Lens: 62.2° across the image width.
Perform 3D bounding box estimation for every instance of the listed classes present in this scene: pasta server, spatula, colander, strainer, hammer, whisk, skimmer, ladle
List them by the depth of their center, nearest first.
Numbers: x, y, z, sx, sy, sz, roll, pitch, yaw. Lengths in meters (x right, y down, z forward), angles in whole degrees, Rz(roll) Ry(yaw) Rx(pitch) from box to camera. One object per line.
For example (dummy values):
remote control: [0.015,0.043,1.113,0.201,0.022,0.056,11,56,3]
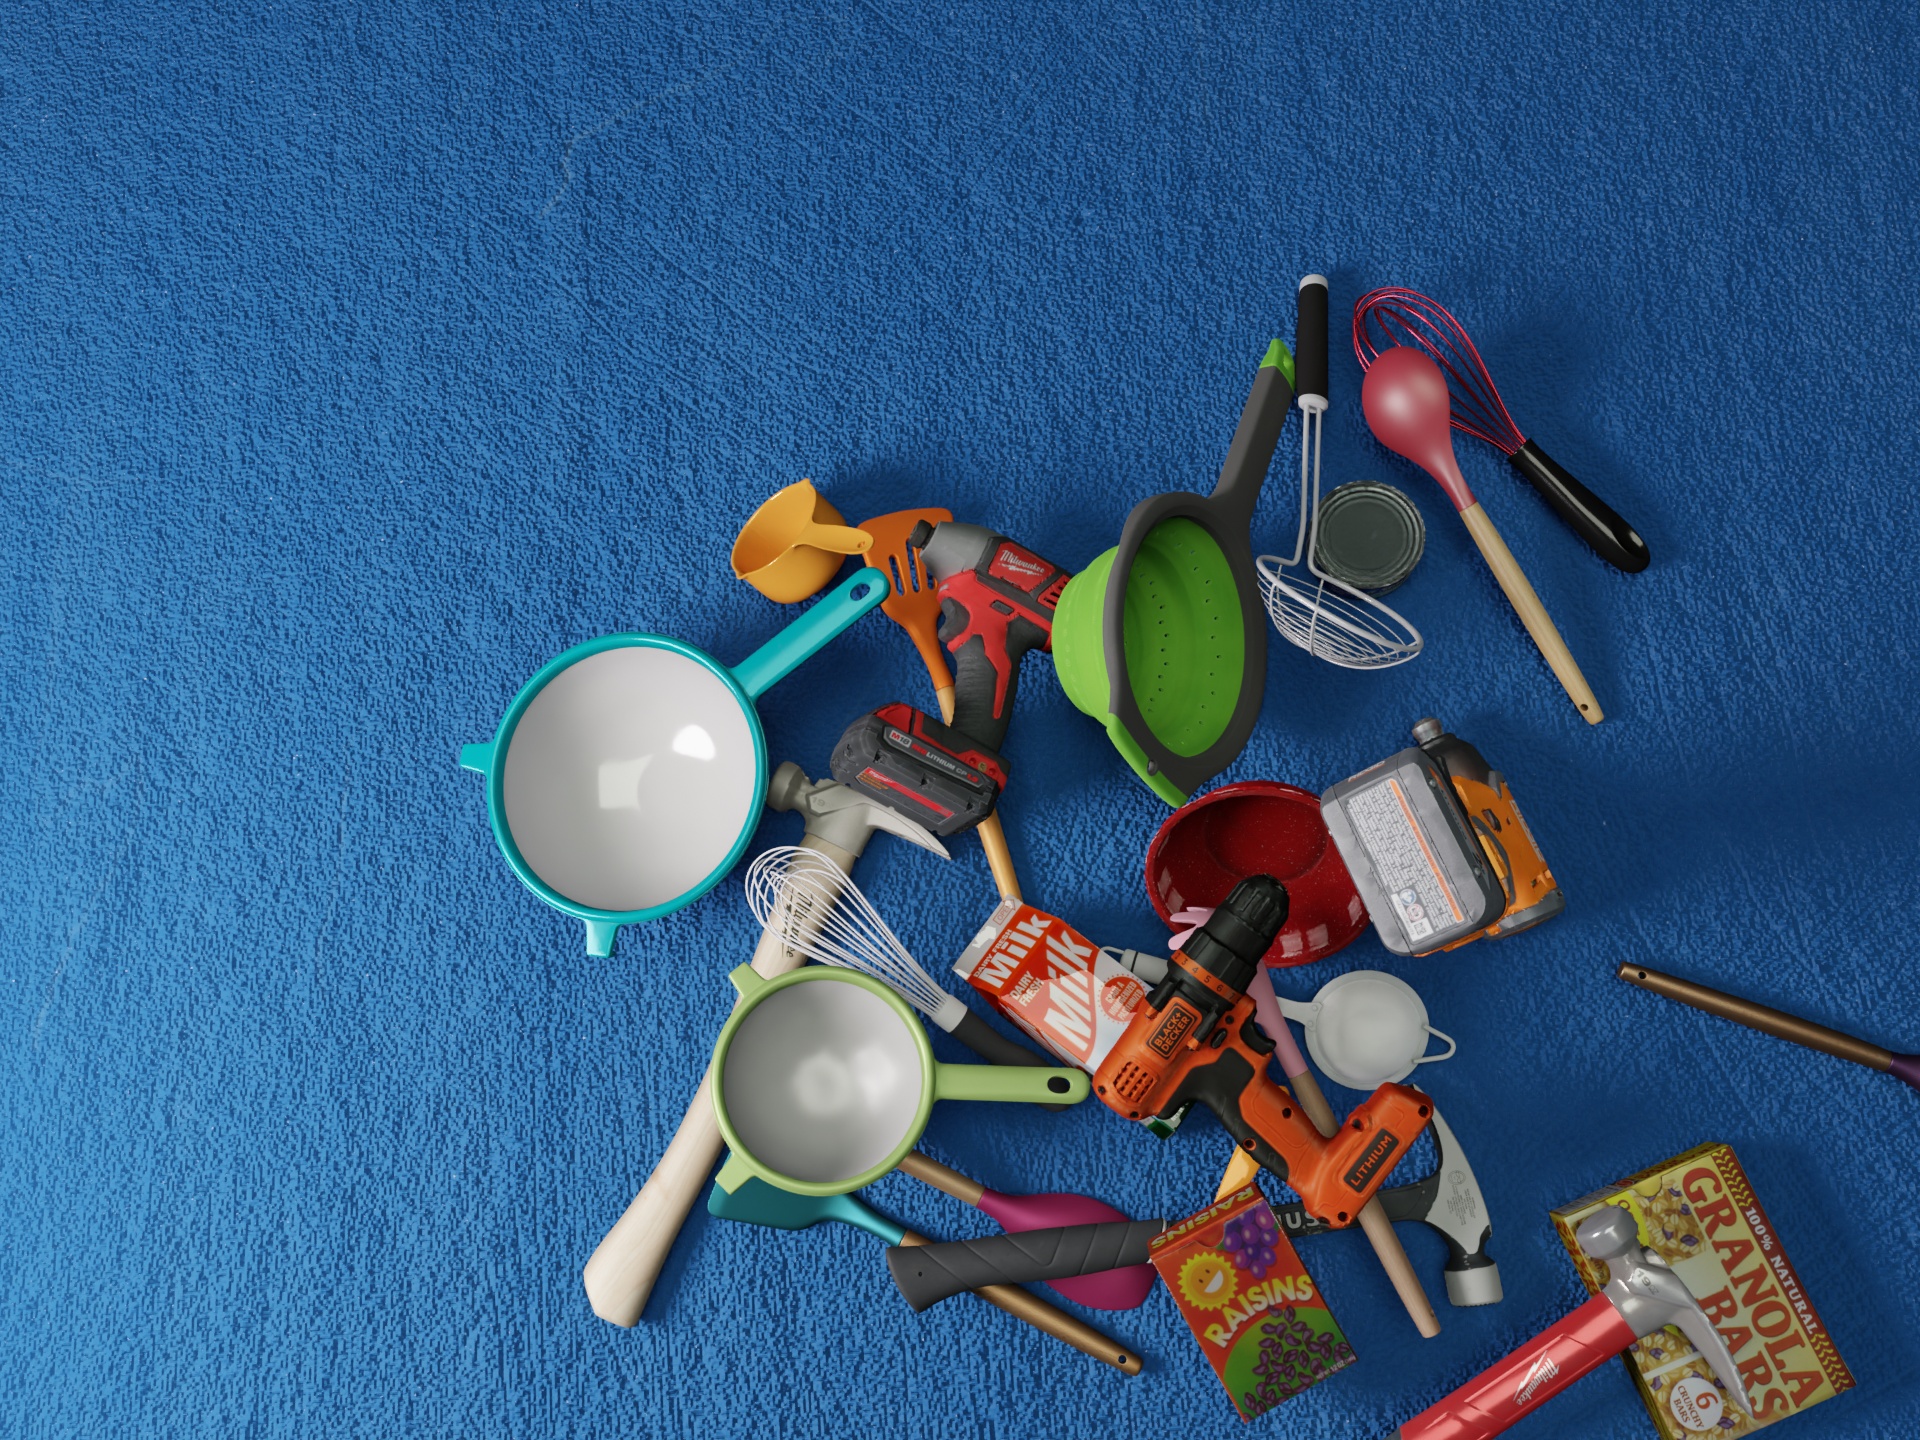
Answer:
hammer: [0.311,0.482,1.027,0.386,0.038,0.143,-36,79,4]
pasta server: [0.234,0.264,1.067,0.040,0.060,0.316,-34,79,41]
hammer: [0.153,0.346,1.083,0.409,0.036,0.149,-7,74,-1]
strainer: [-0.043,0.250,1.091,0.256,0.069,0.152,4,70,-8]
spatula: [0.611,0.223,1.094,0.316,0.018,0.060,18,78,8]
spatula: [-0.019,0.375,1.105,0.317,0.044,0.082,25,78,10]
whisk: [-0.034,0.188,1.121,0.284,0.070,0.070,39,83,-5]
strainer: [0.221,0.202,1.124,0.258,0.050,0.087,15,97,12]
hammer: [-0.150,0.241,1.154,0.146,0.038,0.411,23,80,9]
skimmer: [0.274,-0.196,1.155,0.127,0.090,0.364,18,62,-21]
ladle: [0.387,-0.135,1.171,0.031,0.069,0.315,-28,87,-45]
strainer: [-0.183,0.007,1.175,0.340,0.095,0.211,-38,76,0]
colander: [0.160,-0.126,1.182,0.094,0.204,0.397,-2,55,40]
spatula: [-0.002,-0.004,1.195,0.081,0.041,0.323,-13,76,-22]
whisk: [0.407,-0.218,1.201,0.073,0.073,0.296,-43,83,-5]

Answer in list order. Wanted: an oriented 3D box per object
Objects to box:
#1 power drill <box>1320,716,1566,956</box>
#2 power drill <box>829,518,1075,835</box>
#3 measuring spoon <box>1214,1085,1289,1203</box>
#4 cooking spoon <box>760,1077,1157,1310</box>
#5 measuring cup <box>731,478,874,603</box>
power drill: [0.322,0.071,1.061,0.084,0.226,0.164,-31,73,28]
power drill: [-0.003,-0.041,1.154,0.143,0.078,0.220,29,65,-11]
measuring spoon: [0.193,0.298,1.073,0.021,0.011,0.117,29,76,9]
cooking spoon: [-0.009,0.322,1.114,0.319,0.017,0.069,26,80,3]
measuring cup: [-0.101,-0.125,1.183,0.174,0.052,0.095,16,69,51]
